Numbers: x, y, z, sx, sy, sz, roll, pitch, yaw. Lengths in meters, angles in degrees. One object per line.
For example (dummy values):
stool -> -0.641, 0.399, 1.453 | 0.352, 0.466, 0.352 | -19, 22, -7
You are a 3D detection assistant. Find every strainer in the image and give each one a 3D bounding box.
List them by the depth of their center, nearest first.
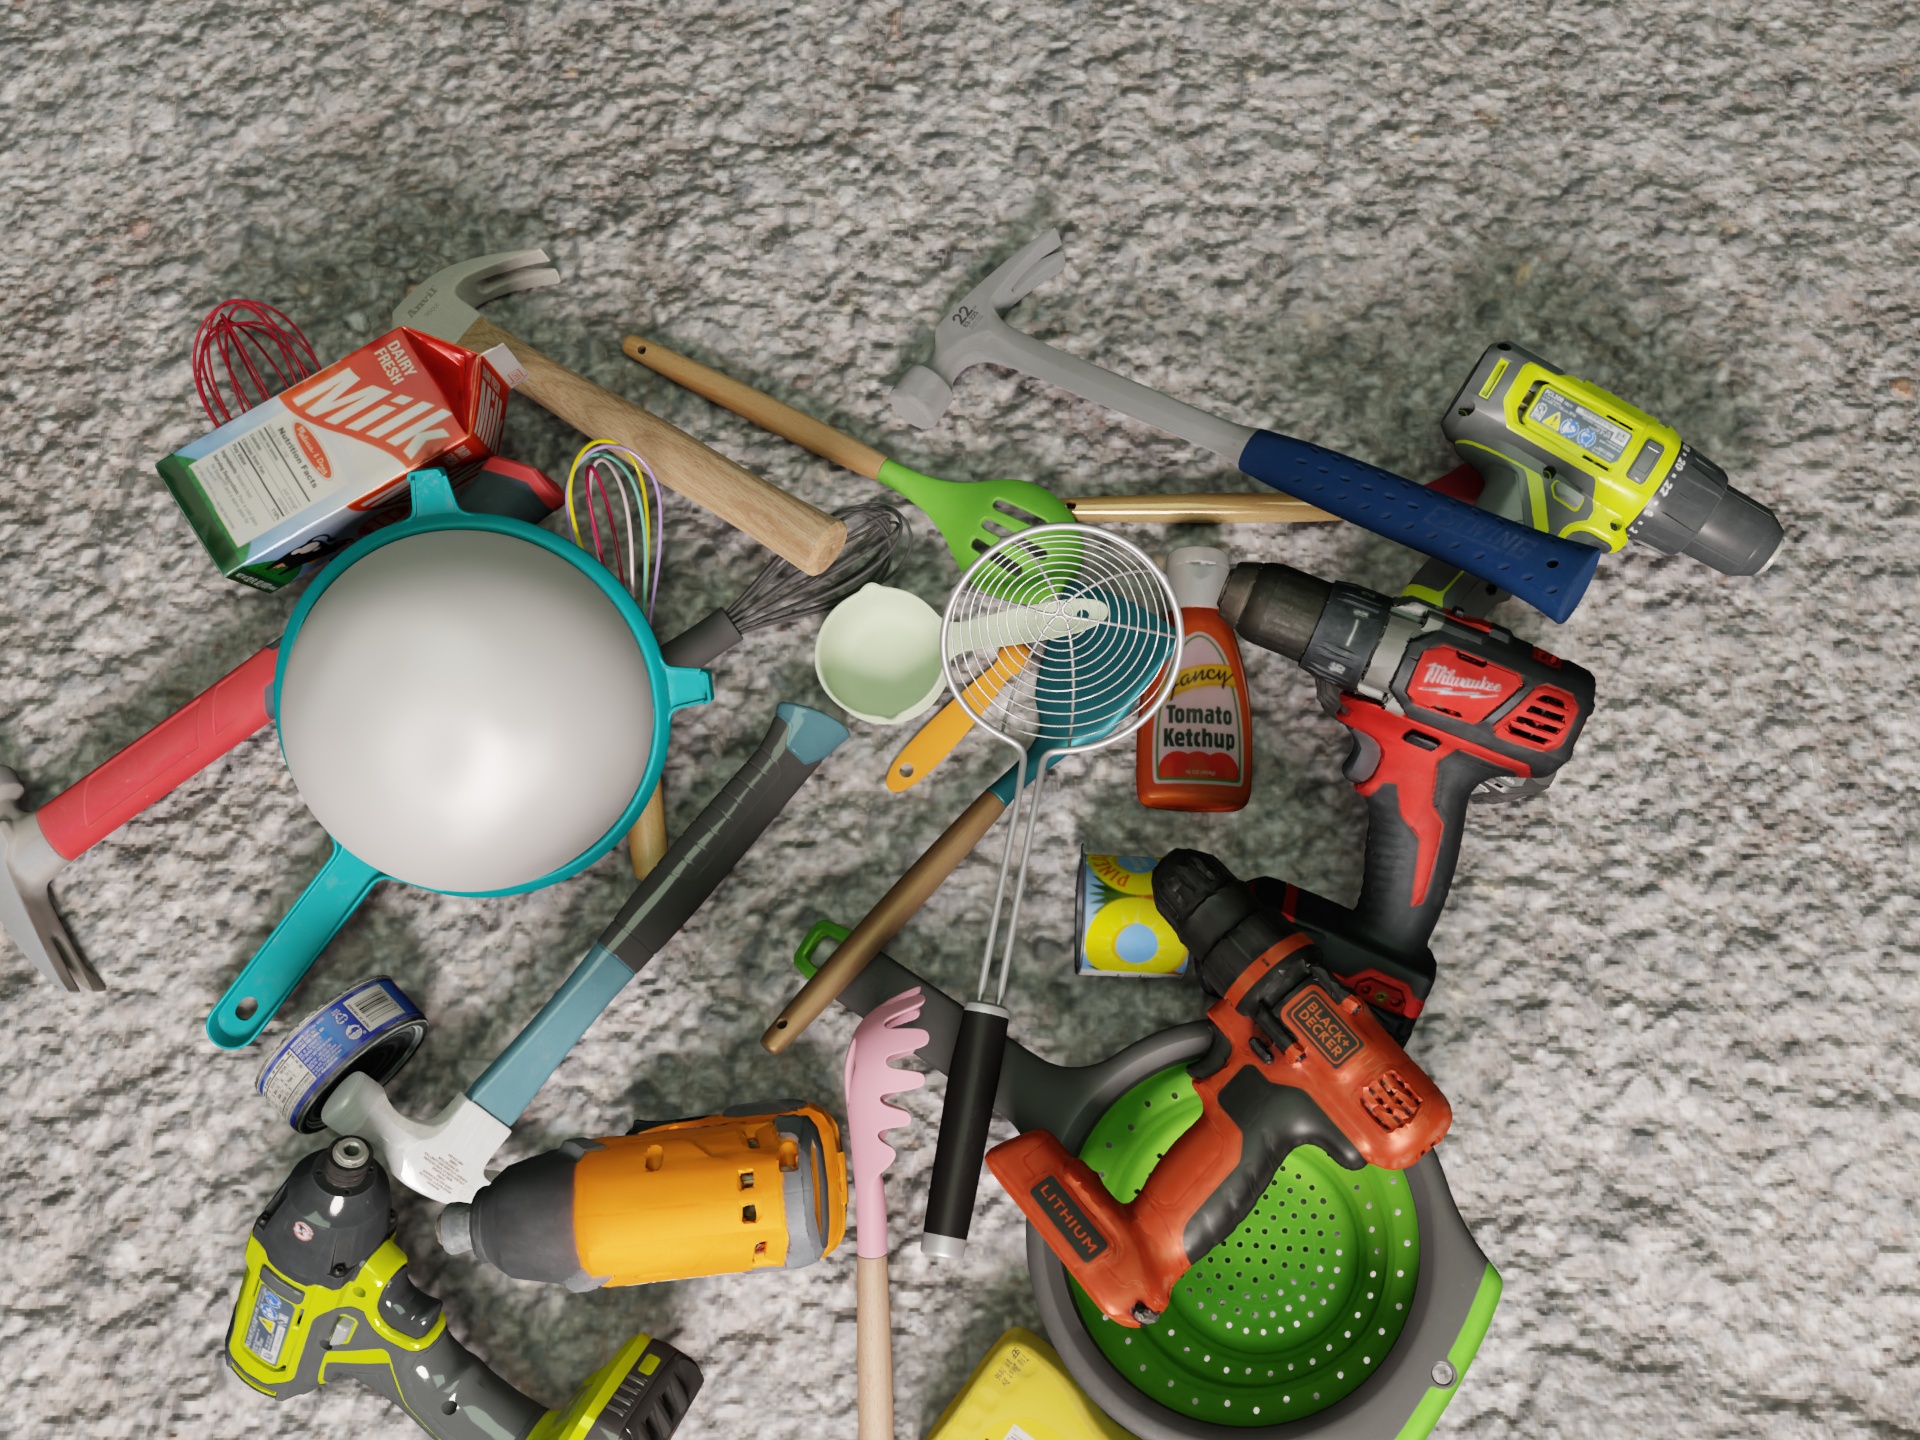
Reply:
strainer -> -0.299, 0.051, 0.822 | 0.211, 0.095, 0.340 | 38, 96, -9

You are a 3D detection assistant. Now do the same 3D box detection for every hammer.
hammer -> -0.177, 0.117, 0.858 | 0.128, 0.033, 0.331 | 46, 72, -22
hammer -> 0.155, -0.160, 0.883 | 0.406, 0.035, 0.144 | 29, 76, 27
hammer -> -0.376, -0.009, 0.884 | 0.386, 0.038, 0.143 | -35, 79, 2
hammer -> -0.203, -0.177, 0.930 | 0.331, 0.031, 0.130 | 31, 77, 19

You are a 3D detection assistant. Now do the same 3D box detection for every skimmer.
skimmer -> 0.028, 0.082, 0.795 | 0.127, 0.090, 0.363 | 13, 74, -4

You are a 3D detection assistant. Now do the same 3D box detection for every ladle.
ladle -> 0.208, -0.127, 0.939 | 0.315, 0.031, 0.069 | 0, 77, 3

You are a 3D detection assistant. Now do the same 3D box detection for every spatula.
spatula -> -0.001, 0.055, 0.870 | 0.082, 0.044, 0.317 | 31, 68, 32

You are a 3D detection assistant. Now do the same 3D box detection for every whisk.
whisk -> -0.187, -0.032, 0.877 | 0.051, 0.047, 0.245 | -3, 97, 11
whisk -> -0.131, -0.053, 0.918 | 0.239, 0.055, 0.055 | -34, 77, -3
whisk -> -0.371, -0.119, 0.935 | 0.073, 0.073, 0.296 | -28, 83, -6

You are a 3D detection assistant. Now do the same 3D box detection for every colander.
colander -> 0.078, 0.222, 0.828 | 0.397, 0.094, 0.204 | 30, 80, 27

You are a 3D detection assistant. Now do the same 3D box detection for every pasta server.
pasta server -> -0.036, 0.292, 0.792 | 0.040, 0.060, 0.316 | -1, 93, -6

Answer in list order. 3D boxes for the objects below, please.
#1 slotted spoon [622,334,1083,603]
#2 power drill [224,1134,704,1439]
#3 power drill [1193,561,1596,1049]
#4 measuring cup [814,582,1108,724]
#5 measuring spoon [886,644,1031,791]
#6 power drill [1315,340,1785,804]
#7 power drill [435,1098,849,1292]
slotted spoon -> -0.070, -0.159, 0.951 | 0.314, 0.031, 0.070 | 28, 93, 10
power drill -> -0.247, 0.307, 0.773 | 0.223, 0.080, 0.171 | 31, 121, 6
power drill -> 0.192, 0.040, 0.816 | 0.188, 0.080, 0.226 | 23, 106, 9
measuring cup -> 0.002, -0.043, 0.907 | 0.167, 0.038, 0.083 | -11, 78, 3
measuring spoon -> -0.001, -0.003, 0.917 | 0.021, 0.011, 0.117 | 42, 80, 11
power drill -> 0.321, -0.071, 0.876 | 0.190, 0.080, 0.228 | 32, 87, 7
power drill -> -0.136, 0.225, 0.749 | 0.164, 0.226, 0.084 | -6, 75, 0
